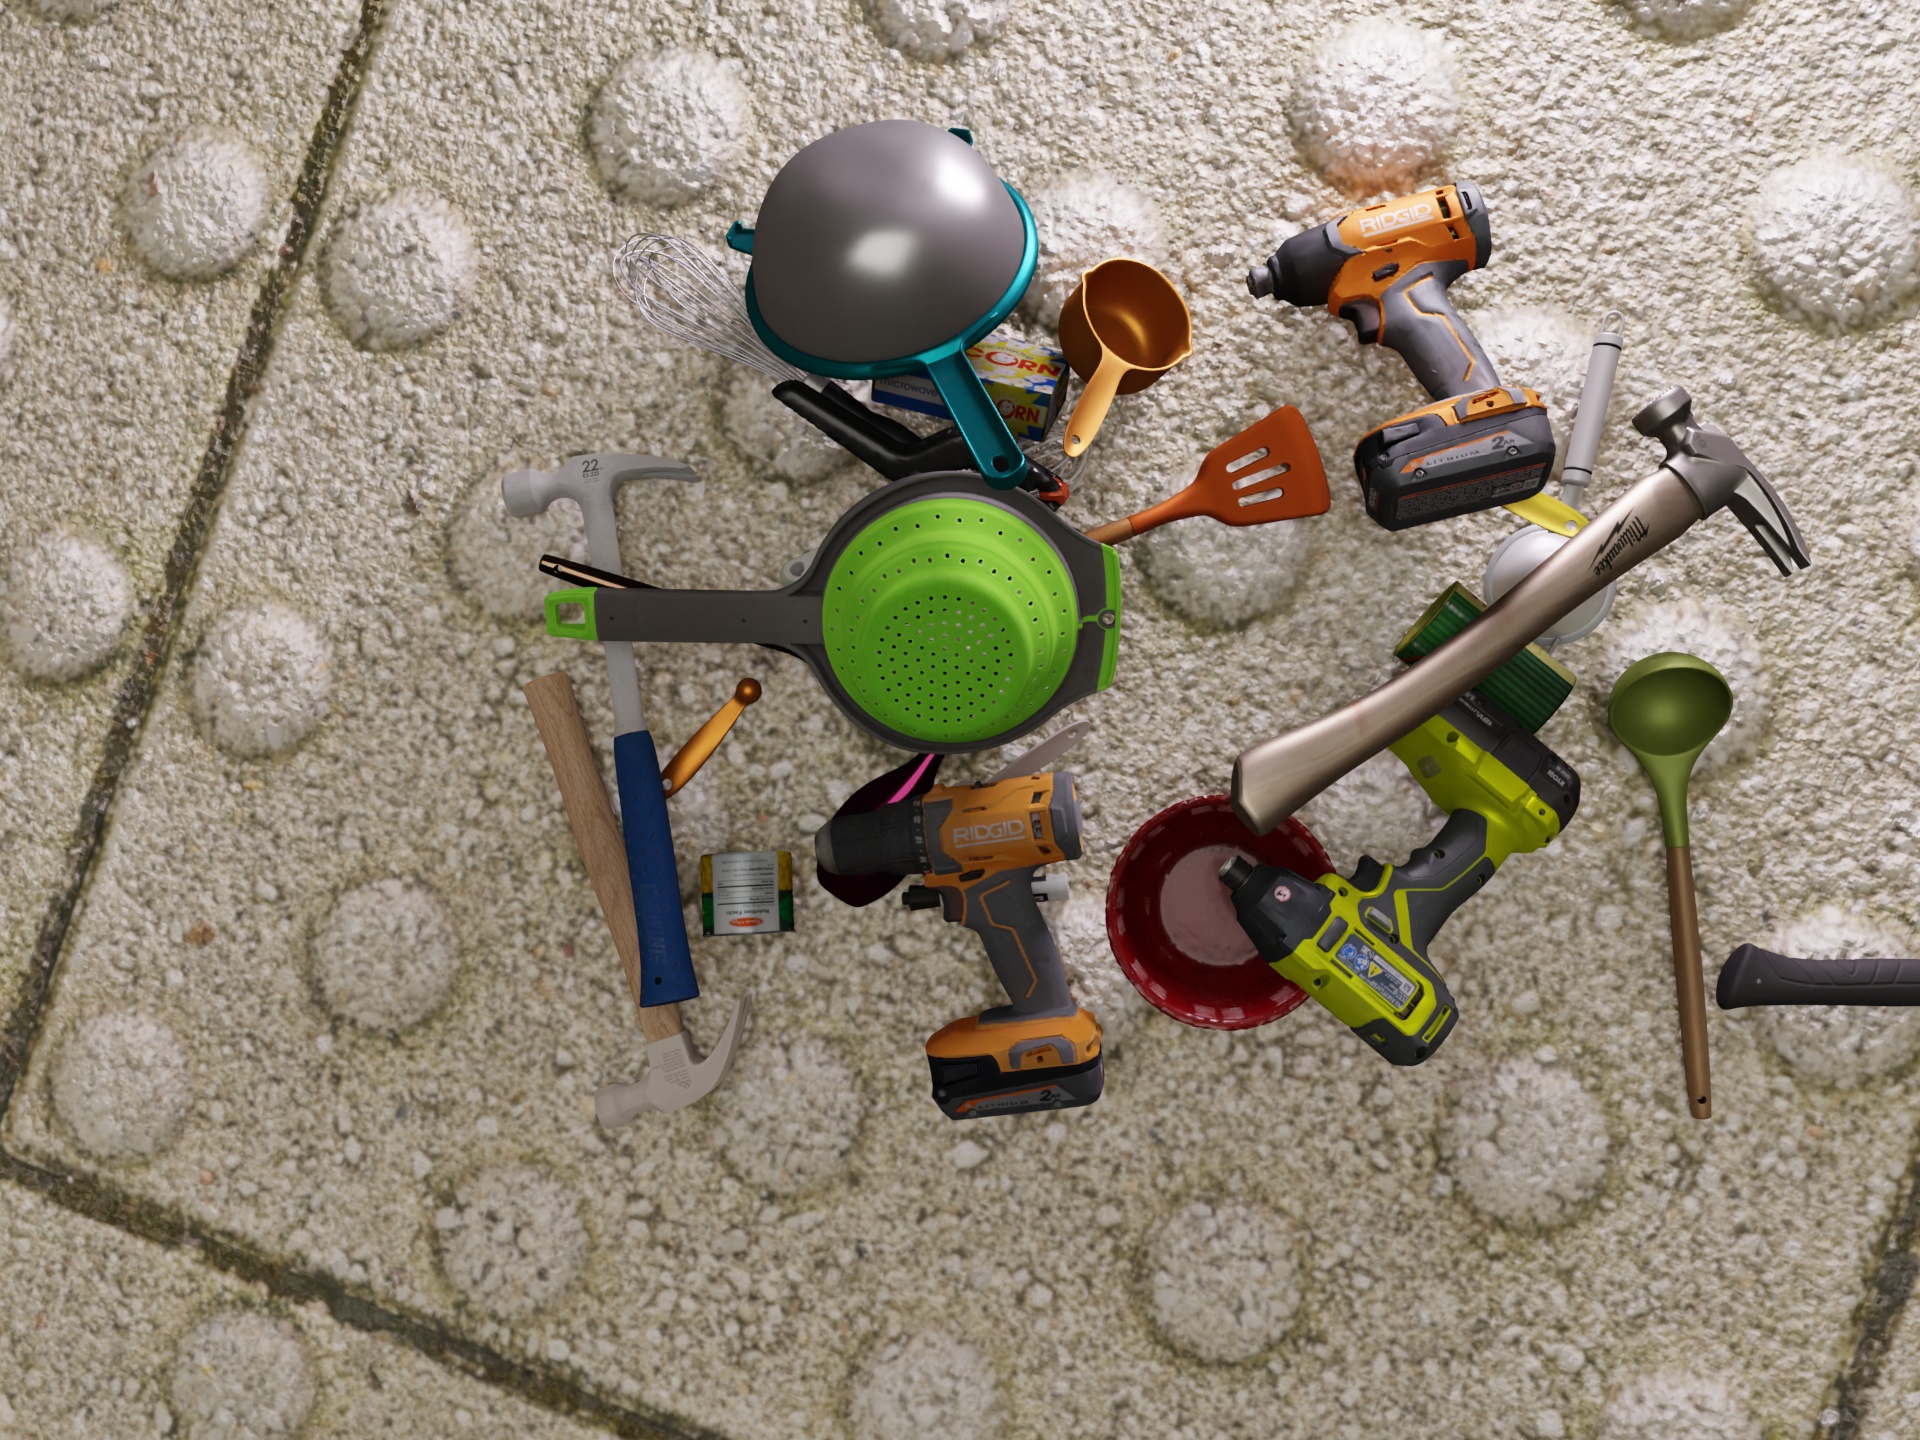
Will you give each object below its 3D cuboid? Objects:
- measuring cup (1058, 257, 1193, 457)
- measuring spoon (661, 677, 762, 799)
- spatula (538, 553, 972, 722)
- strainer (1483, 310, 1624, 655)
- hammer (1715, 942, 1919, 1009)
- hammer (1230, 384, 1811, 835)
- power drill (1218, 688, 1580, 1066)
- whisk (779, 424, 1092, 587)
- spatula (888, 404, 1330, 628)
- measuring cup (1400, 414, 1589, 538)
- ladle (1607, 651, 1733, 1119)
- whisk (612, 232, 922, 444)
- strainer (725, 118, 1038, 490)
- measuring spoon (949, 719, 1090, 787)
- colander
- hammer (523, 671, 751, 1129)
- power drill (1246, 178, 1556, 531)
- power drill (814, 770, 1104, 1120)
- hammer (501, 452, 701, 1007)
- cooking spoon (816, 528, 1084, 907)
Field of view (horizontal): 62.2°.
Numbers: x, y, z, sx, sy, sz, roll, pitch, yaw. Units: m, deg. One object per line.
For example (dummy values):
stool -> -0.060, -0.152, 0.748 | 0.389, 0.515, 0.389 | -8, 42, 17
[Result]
measuring cup -> 0.095, -0.238, 1.095 | 0.095, 0.052, 0.174 | 32, 64, -13
measuring spoon -> -0.189, 0.015, 1.173 | 0.021, 0.011, 0.117 | 42, 93, 6
spatula -> -0.143, -0.064, 1.124 | 0.316, 0.018, 0.060 | 17, 96, -4
strainer -> 0.422, -0.160, 1.098 | 0.087, 0.050, 0.258 | 13, 87, 21
hammer -> 0.682, 0.181, 1.061 | 0.335, 0.035, 0.146 | -1, 88, 6
hammer -> 0.352, -0.048, 1.027 | 0.410, 0.038, 0.146 | -35, 82, -6
power drill -> 0.288, 0.089, 1.046 | 0.171, 0.080, 0.223 | 40, 72, 4
whisk -> -0.020, -0.149, 1.142 | 0.246, 0.059, 0.058 | -23, 69, 10
spatula -> 0.098, -0.128, 1.117 | 0.322, 0.041, 0.081 | -22, 98, -4
measuring cup -> 0.359, -0.159, 1.095 | 0.156, 0.029, 0.062 | 30, 84, 16
ladle -> 0.489, 0.113, 1.075 | 0.078, 0.062, 0.320 | -5, 91, 15
whisk -> -0.132, -0.260, 1.153 | 0.284, 0.070, 0.070 | 36, 93, 1
strainer -> -0.035, -0.292, 1.045 | 0.211, 0.095, 0.341 | -24, 55, -2
measuring spoon -> 0.039, 0.032, 1.145 | 0.124, 0.034, 0.018 | -32, 42, -1
colander -> -0.090, -0.057, 1.062 | 0.397, 0.095, 0.204 | 1, 112, 2
hammer -> -0.250, 0.123, 1.167 | 0.130, 0.031, 0.331 | -20, 86, 6
power drill -> 0.294, -0.248, 1.074 | 0.164, 0.084, 0.227 | -13, 69, 6
power drill -> 0.003, 0.155, 1.101 | 0.185, 0.084, 0.226 | -8, 96, 7
hammer -> -0.232, -0.001, 1.139 | 0.144, 0.035, 0.406 | -12, 79, 5
cooking spoon -> -0.002, -0.004, 1.149 | 0.069, 0.017, 0.319 | 34, 92, 0
